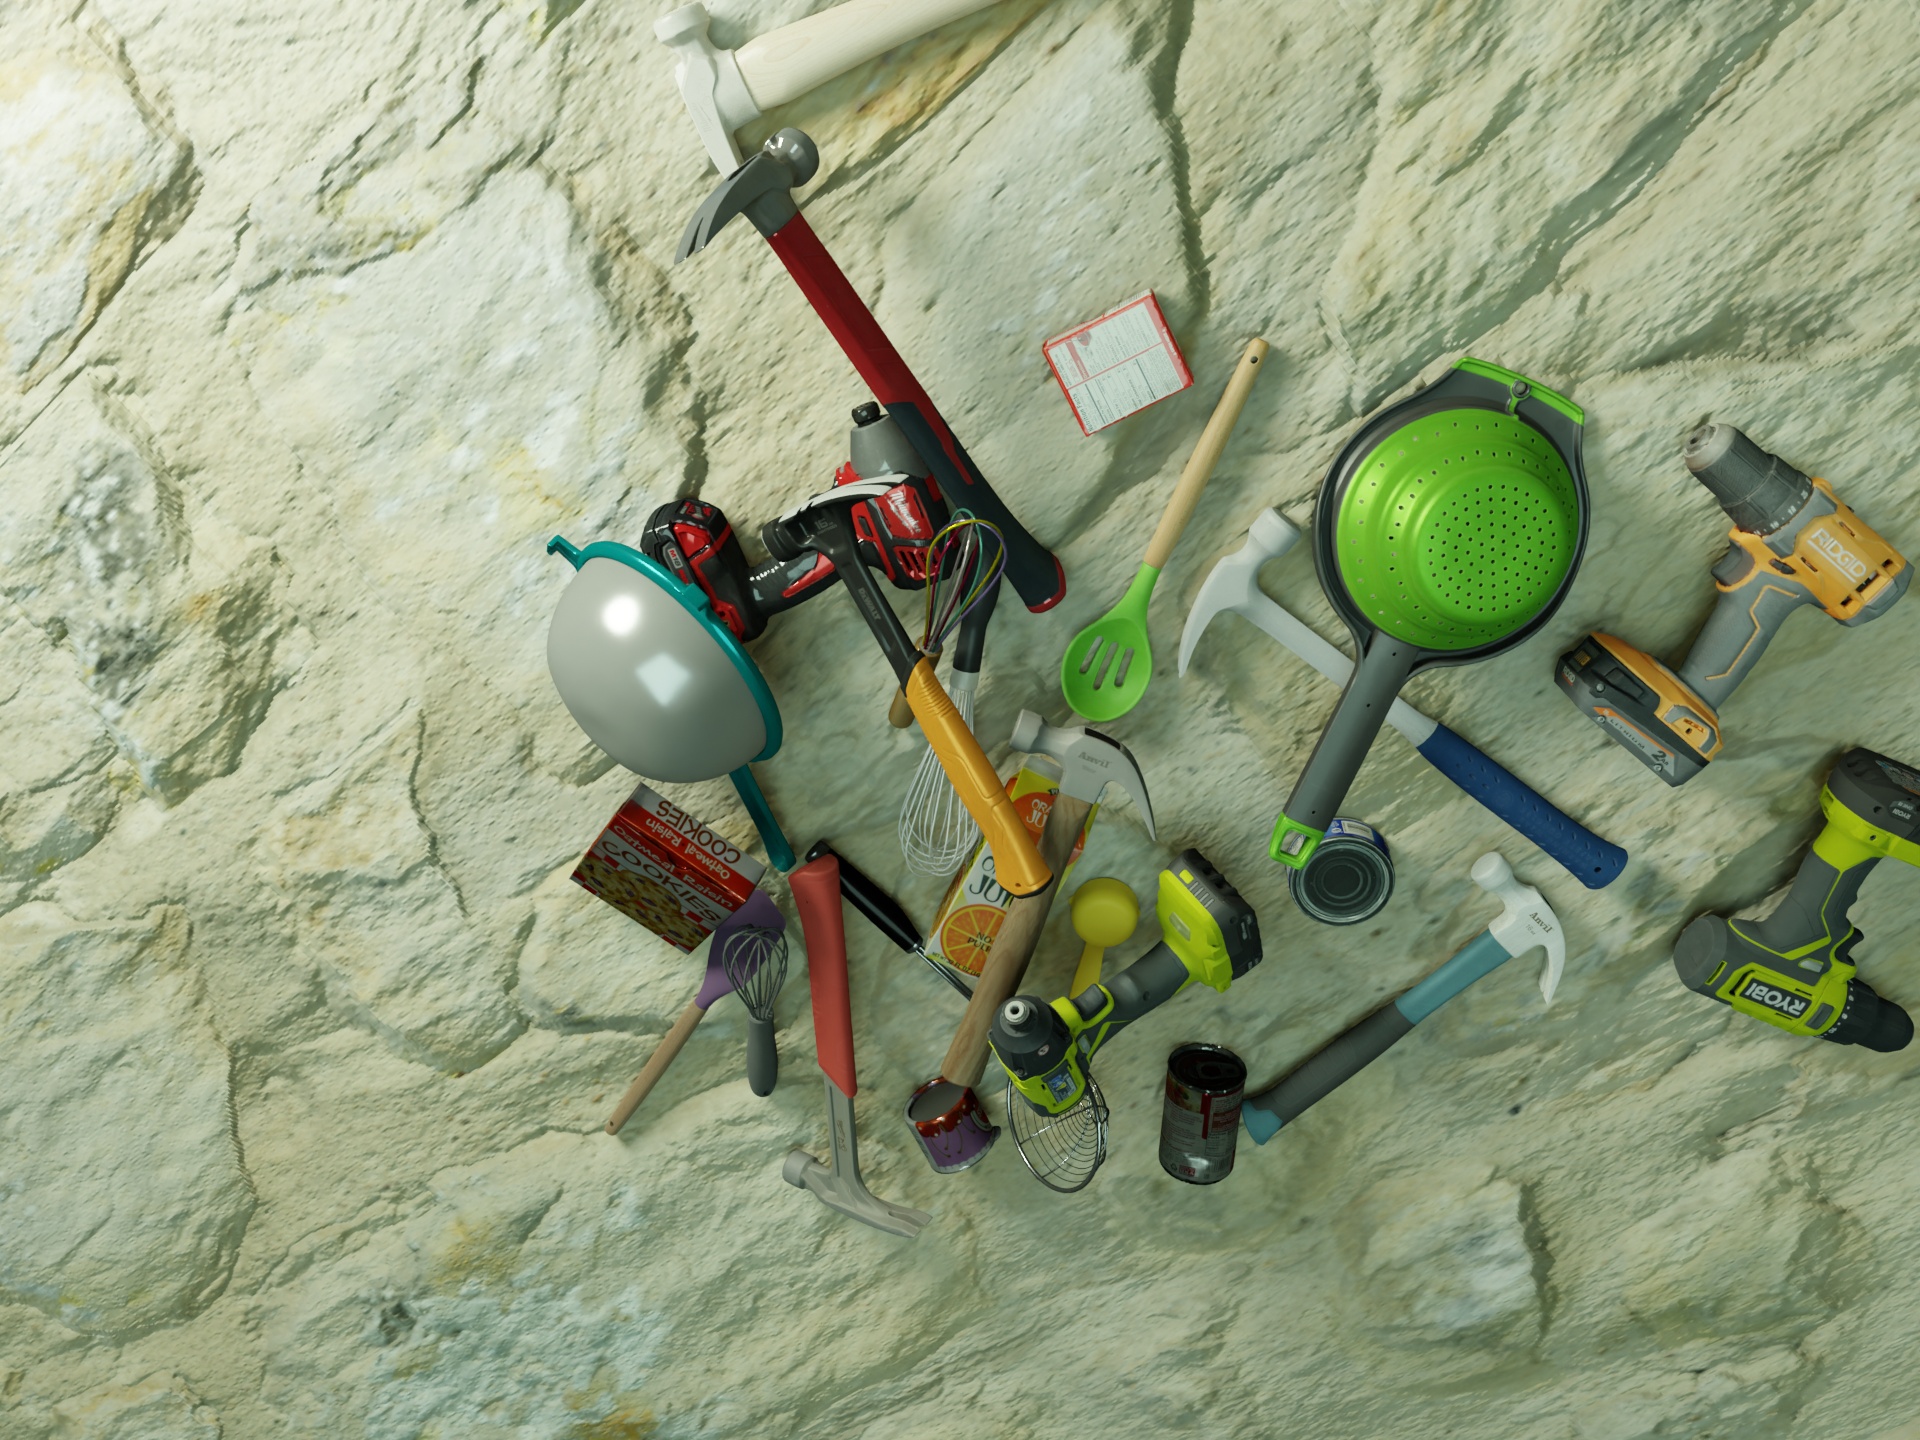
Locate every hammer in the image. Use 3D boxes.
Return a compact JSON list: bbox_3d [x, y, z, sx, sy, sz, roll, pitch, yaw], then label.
[{"bbox_3d":[-0.016,-0.016,1.152,0.127,0.034,0.336,-16,109,41],"label":"hammer"},{"bbox_3d":[0.006,-0.480,1.060,0.410,0.038,0.146,-20,111,14],"label":"hammer"},{"bbox_3d":[-0.045,-0.216,1.120,0.038,0.143,0.386,-11,127,42],"label":"hammer"},{"bbox_3d":[0.055,0.155,1.253,0.130,0.031,0.331,19,113,-2],"label":"hammer"},{"bbox_3d":[-0.101,0.281,1.369,0.149,0.037,0.358,13,119,30],"label":"hammer"},{"bbox_3d":[0.349,0.008,1.236,0.405,0.035,0.144,36,112,-9],"label":"hammer"},{"bbox_3d":[0.364,0.253,1.343,0.128,0.033,0.331,42,111,-11],"label":"hammer"}]

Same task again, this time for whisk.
[{"bbox_3d":[-0.174,0.255,1.368,0.055,0.055,0.238,7,134,3],"label":"whisk"},{"bbox_3d":[-0.021,-0.071,1.192,0.051,0.047,0.244,51,146,20],"label":"whisk"},{"bbox_3d":[-0.003,-0.004,1.260,0.070,0.070,0.284,10,110,2],"label":"whisk"}]

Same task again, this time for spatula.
[{"bbox_3d":[-0.244,0.268,1.420,0.060,0.018,0.315,48,118,24],"label":"spatula"}]

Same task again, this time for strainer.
[{"bbox_3d":[-0.221,0.022,1.230,0.211,0.095,0.340,21,145,41],"label":"strainer"}]

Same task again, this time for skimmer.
[{"bbox_3d":[-0.010,0.252,1.352,0.363,0.090,0.127,44,142,-10],"label":"skimmer"}]

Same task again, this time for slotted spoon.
[{"bbox_3d":[0.158,-0.139,1.198,0.070,0.031,0.313,22,112,-4],"label":"slotted spoon"}]

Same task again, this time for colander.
[{"bbox_3d":[0.327,-0.057,1.141,0.204,0.094,0.397,22,104,-8],"label":"colander"}]

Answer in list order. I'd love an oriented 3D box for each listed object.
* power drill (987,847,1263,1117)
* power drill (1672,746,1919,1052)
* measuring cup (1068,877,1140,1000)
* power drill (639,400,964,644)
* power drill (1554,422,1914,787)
[{"bbox_3d":[0.125,0.208,1.250,0.223,0.080,0.171,-37,147,-9],"label":"power drill"},{"bbox_3d":[0.701,0.152,1.239,0.190,0.080,0.228,22,117,-3],"label":"power drill"},{"bbox_3d":[0.112,0.208,1.351,0.062,0.029,0.156,12,113,1],"label":"measuring cup"},{"bbox_3d":[-0.120,-0.144,1.201,0.219,0.079,0.143,-18,112,10],"label":"power drill"},{"bbox_3d":[0.538,-0.086,1.152,0.185,0.084,0.226,38,108,-10],"label":"power drill"}]
